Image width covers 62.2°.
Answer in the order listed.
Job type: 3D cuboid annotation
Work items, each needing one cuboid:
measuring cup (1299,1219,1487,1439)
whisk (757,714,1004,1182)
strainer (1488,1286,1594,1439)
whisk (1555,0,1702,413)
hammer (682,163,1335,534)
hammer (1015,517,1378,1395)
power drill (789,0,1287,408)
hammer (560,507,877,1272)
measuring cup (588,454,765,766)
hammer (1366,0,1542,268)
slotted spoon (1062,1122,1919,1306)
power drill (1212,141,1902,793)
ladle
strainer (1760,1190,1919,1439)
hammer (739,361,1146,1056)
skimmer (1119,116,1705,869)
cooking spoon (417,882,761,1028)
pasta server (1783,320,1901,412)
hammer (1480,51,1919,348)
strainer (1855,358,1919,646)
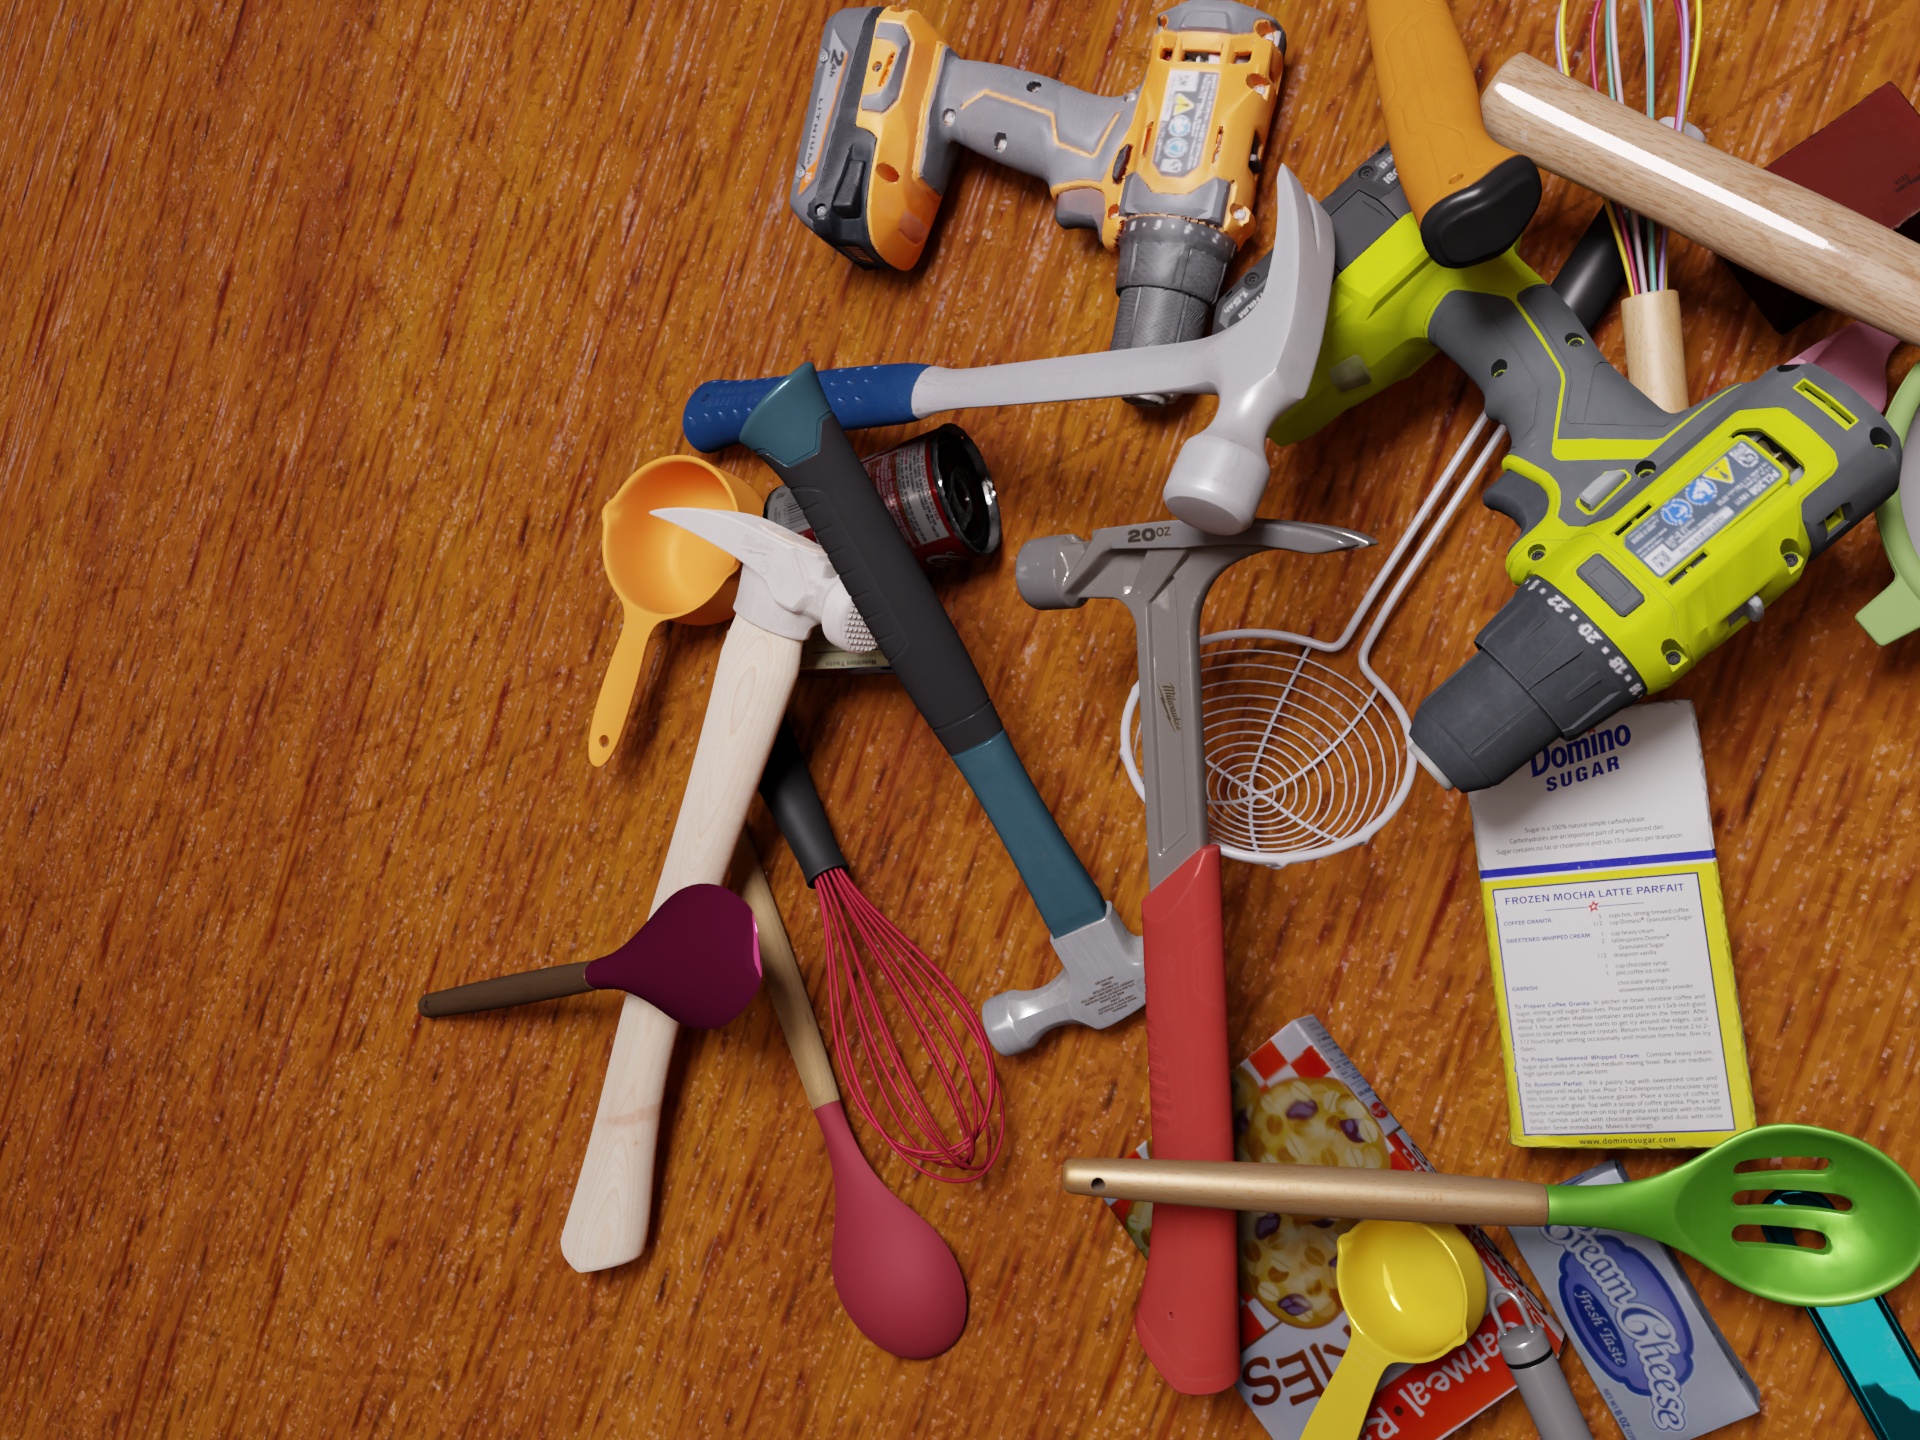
[{"bbox_3d":[0.167,0.269,0.650,0.062,0.029,0.156,33,112,41],"label":"measuring cup"},{"bbox_3d":[-0.058,0.095,0.800,0.073,0.073,0.296,-36,66,18],"label":"whisk"},{"bbox_3d":[0.265,0.340,0.612,0.087,0.050,0.258,-30,82,48],"label":"strainer"},{"bbox_3d":[0.280,-0.194,0.642,0.047,0.051,0.245,-7,93,-8],"label":"whisk"},{"bbox_3d":[-0.005,-0.154,0.722,0.406,0.035,0.144,8,71,50],"label":"hammer"},{"bbox_3d":[0.099,0.099,0.643,0.149,0.036,0.359,2,99,38],"label":"hammer"},{"bbox_3d":[0.034,-0.256,0.781,0.226,0.084,0.185,12,91,21],"label":"power drill"},{"bbox_3d":[-0.149,0.096,0.815,0.146,0.038,0.410,28,108,33],"label":"hammer"},{"bbox_3d":[-0.157,-0.056,0.864,0.095,0.052,0.173,23,97,25],"label":"measuring cup"},{"bbox_3d":[0.173,-0.293,0.652,0.127,0.034,0.337,-19,46,23],"label":"hammer"},{"bbox_3d":[0.196,0.181,0.607,0.314,0.031,0.070,1,97,7],"label":"slotted spoon"},{"bbox_3d":[0.203,-0.101,0.616,0.190,0.080,0.229,-42,61,11],"label":"power drill"},{"bbox_3d":[-0.076,0.172,0.817,0.069,0.031,0.316,-29,72,20],"label":"ladle"},{"bbox_3d":[0.376,0.331,0.549,0.211,0.095,0.340,-30,74,20],"label":"strainer"},{"bbox_3d":[-0.001,-0.002,0.707,0.128,0.033,0.331,-25,106,17],"label":"hammer"},{"bbox_3d":[0.201,-0.101,0.677,0.127,0.090,0.363,36,100,26],"label":"skimmer"},{"bbox_3d":[-0.203,0.135,0.827,0.319,0.017,0.069,-17,78,43],"label":"cooking spoon"},{"bbox_3d":[0.415,-0.195,0.616,0.316,0.060,0.040,-44,28,13],"label":"pasta server"},{"bbox_3d":[0.335,-0.158,0.569,0.331,0.031,0.130,37,104,21],"label":"hammer"},{"bbox_3d":[0.424,-0.140,0.584,0.151,0.069,0.256,6,90,25],"label":"strainer"}]
